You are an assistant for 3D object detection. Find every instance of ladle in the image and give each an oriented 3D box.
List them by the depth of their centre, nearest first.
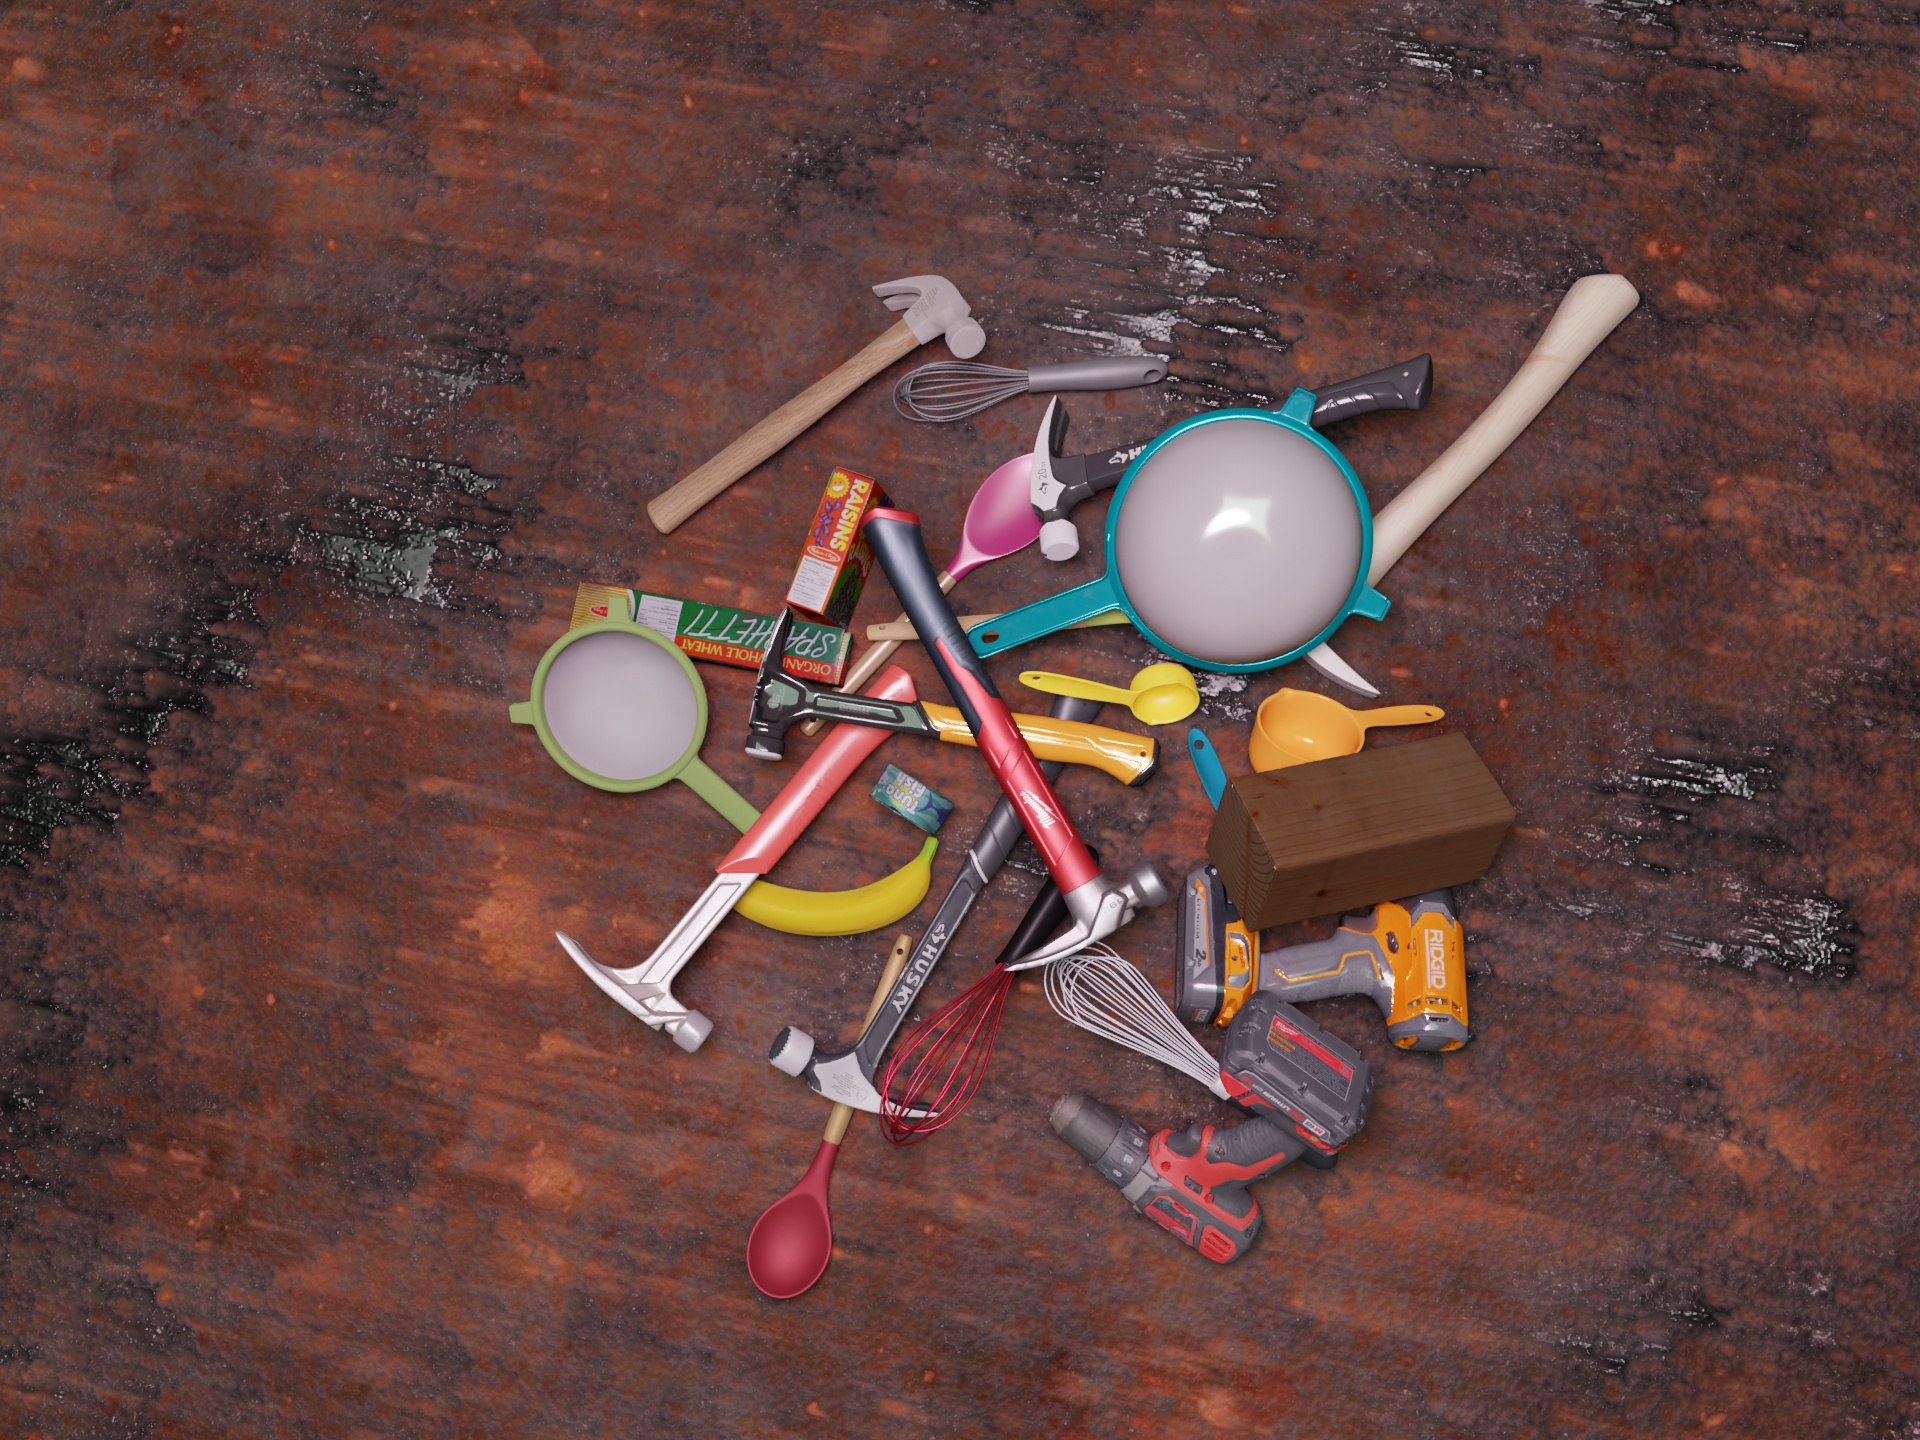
[{"bbox_3d":[-0.101,0.329,1.338,0.069,0.031,0.315,20,85,5],"label":"ladle"},{"bbox_3d":[0.081,-0.077,1.344,0.320,0.062,0.078,-3,56,9],"label":"ladle"}]

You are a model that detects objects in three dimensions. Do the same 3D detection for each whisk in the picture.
[{"bbox_3d":[0.027,0.217,1.290,0.073,0.073,0.296,35,69,8],"label":"whisk"},{"bbox_3d":[0.189,0.279,1.302,0.284,0.070,0.070,36,89,4],"label":"whisk"},{"bbox_3d":[0.060,-0.291,1.372,0.239,0.055,0.055,-5,84,1],"label":"whisk"}]

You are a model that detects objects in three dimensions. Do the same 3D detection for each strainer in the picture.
[{"bbox_3d":[0.155,-0.111,1.241,0.340,0.095,0.211,-20,99,12],"label":"strainer"},{"bbox_3d":[-0.246,0.016,1.369,0.256,0.069,0.151,43,105,-10],"label":"strainer"}]

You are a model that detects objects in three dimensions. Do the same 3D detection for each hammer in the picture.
[{"bbox_3d":[0.009,0.007,1.267,0.143,0.038,0.386,-29,84,0],"label":"hammer"},{"bbox_3d":[0.216,-0.238,1.296,0.335,0.035,0.146,-14,61,18],"label":"hammer"},{"bbox_3d":[-0.002,-0.004,1.307,0.337,0.034,0.127,10,79,3],"label":"hammer"},{"bbox_3d":[-0.166,0.091,1.324,0.149,0.036,0.359,40,78,-2],"label":"hammer"},{"bbox_3d":[0.009,0.142,1.326,0.149,0.036,0.409,34,84,-17],"label":"hammer"},{"bbox_3d":[0.423,-0.206,1.331,0.146,0.038,0.410,44,90,6],"label":"hammer"},{"bbox_3d":[-0.135,-0.270,1.374,0.331,0.031,0.130,-34,46,10],"label":"hammer"}]

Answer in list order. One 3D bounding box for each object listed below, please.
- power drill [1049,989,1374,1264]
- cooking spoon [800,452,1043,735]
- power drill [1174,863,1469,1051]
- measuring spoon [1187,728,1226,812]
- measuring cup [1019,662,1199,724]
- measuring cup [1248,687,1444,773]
[{"bbox_3d":[0.190,0.310,1.238,0.188,0.080,0.226,35,126,3],"label":"power drill"},{"bbox_3d":[-0.026,-0.106,1.375,0.069,0.017,0.319,43,89,8],"label":"cooking spoon"},{"bbox_3d":[0.291,0.175,1.281,0.226,0.084,0.164,4,65,3],"label":"power drill"},{"bbox_3d":[0.218,0.067,1.339,0.042,0.021,0.129,-19,74,-3],"label":"measuring spoon"},{"bbox_3d":[0.122,-0.032,1.317,0.156,0.062,0.029,10,52,-14],"label":"measuring cup"},{"bbox_3d":[0.319,0.018,1.313,0.173,0.052,0.095,-6,43,-20],"label":"measuring cup"}]
